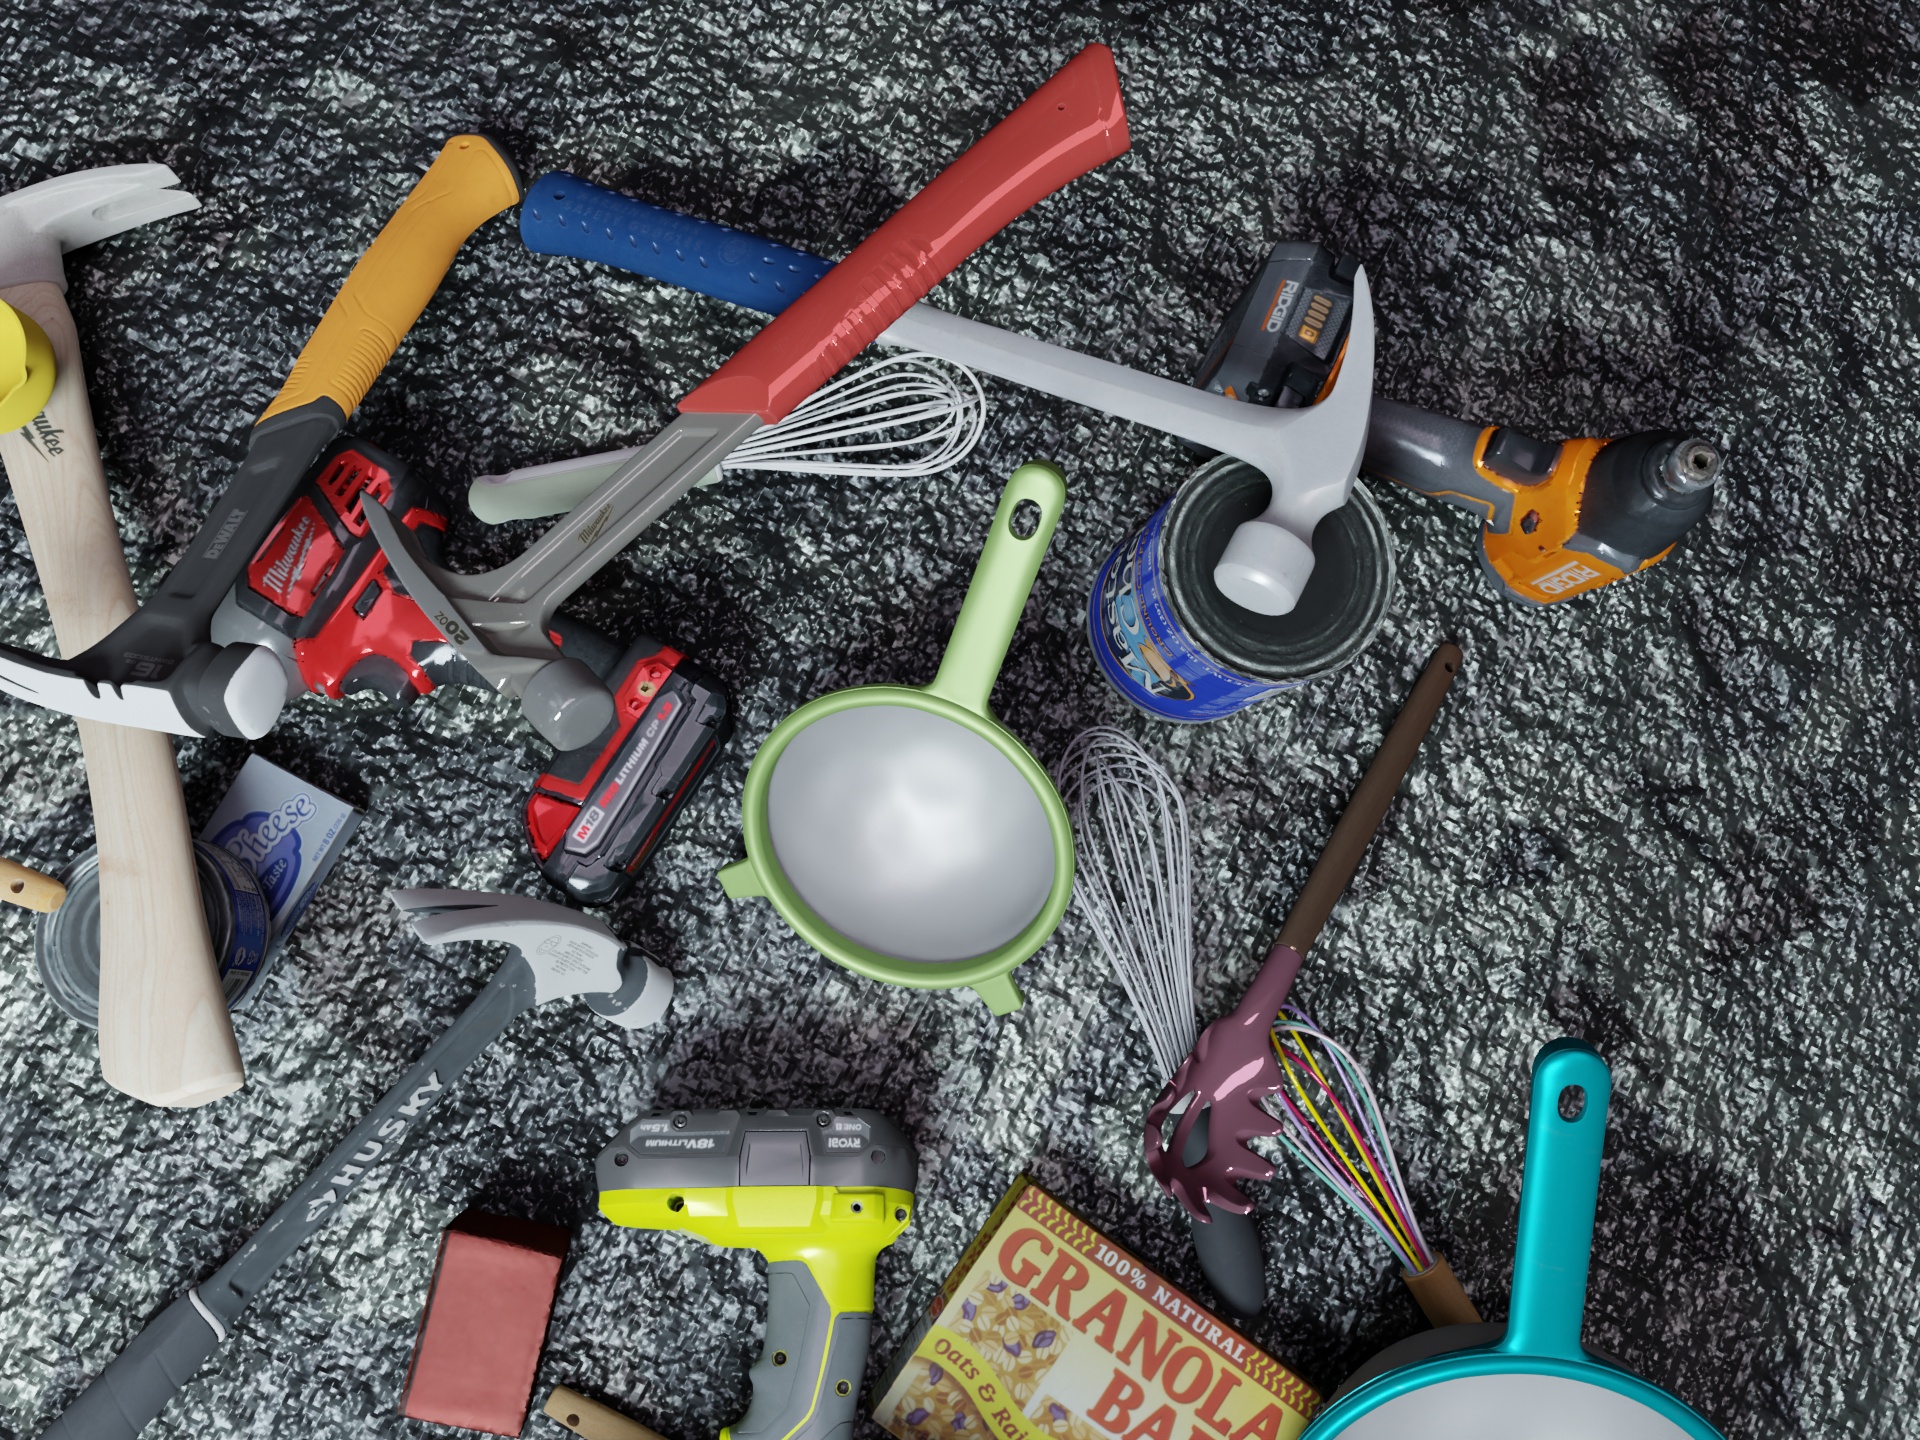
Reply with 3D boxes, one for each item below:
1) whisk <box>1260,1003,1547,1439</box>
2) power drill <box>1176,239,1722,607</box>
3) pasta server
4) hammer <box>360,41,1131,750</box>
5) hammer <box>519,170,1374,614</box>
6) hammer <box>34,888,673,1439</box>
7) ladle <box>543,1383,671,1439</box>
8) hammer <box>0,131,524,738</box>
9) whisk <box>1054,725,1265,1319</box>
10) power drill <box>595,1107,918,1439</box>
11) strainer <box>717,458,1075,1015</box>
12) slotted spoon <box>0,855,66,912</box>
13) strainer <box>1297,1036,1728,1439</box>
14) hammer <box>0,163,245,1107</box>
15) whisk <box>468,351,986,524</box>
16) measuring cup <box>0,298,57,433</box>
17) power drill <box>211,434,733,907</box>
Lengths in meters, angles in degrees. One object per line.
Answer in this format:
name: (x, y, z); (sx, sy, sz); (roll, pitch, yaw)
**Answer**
whisk: (0.204, 0.240, 0.747); (0.051, 0.047, 0.245); (-32, 91, -11)
power drill: (0.226, -0.132, 0.735); (0.226, 0.164, 0.084); (25, 81, -2)
pasta server: (0.168, 0.085, 0.735); (0.060, 0.040, 0.316); (39, 68, -11)
hammer: (-0.074, -0.155, 0.654); (0.359, 0.036, 0.149); (-43, 66, -5)
hammer: (-0.018, -0.176, 0.688); (0.406, 0.035, 0.144); (23, 75, 20)
hammer: (-0.299, 0.229, 0.652); (0.409, 0.149, 0.036); (-47, 56, -4)
ladle: (-0.042, 0.377, 0.691); (0.320, 0.062, 0.078); (29, 96, -1)
hammer: (-0.273, -0.138, 0.665); (0.127, 0.034, 0.337); (9, 55, 11)
whisk: (0.098, 0.140, 0.741); (0.070, 0.070, 0.284); (-15, 91, -9)
power drill: (-0.100, 0.281, 0.652); (0.190, 0.080, 0.229); (1, 67, -4)
strainer: (-0.001, -0.002, 0.692); (0.151, 0.069, 0.256); (23, 118, 4)
slotted spoon: (-0.515, 0.024, 0.660); (0.314, 0.031, 0.070); (19, 81, 5)
strainer: (0.237, 0.283, 0.686); (0.211, 0.095, 0.340); (3, 103, 7)
hammer: (-0.352, -0.044, 0.664); (0.146, 0.038, 0.411); (-20, 76, -2)
whisk: (-0.108, -0.127, 0.749); (0.246, 0.058, 0.059); (-12, 115, -5)
measuring cup: (-0.419, -0.099, 0.654); (0.062, 0.029, 0.156); (19, 89, 8)
power drill: (-0.222, -0.015, 0.705); (0.219, 0.078, 0.143); (32, 79, 0)
